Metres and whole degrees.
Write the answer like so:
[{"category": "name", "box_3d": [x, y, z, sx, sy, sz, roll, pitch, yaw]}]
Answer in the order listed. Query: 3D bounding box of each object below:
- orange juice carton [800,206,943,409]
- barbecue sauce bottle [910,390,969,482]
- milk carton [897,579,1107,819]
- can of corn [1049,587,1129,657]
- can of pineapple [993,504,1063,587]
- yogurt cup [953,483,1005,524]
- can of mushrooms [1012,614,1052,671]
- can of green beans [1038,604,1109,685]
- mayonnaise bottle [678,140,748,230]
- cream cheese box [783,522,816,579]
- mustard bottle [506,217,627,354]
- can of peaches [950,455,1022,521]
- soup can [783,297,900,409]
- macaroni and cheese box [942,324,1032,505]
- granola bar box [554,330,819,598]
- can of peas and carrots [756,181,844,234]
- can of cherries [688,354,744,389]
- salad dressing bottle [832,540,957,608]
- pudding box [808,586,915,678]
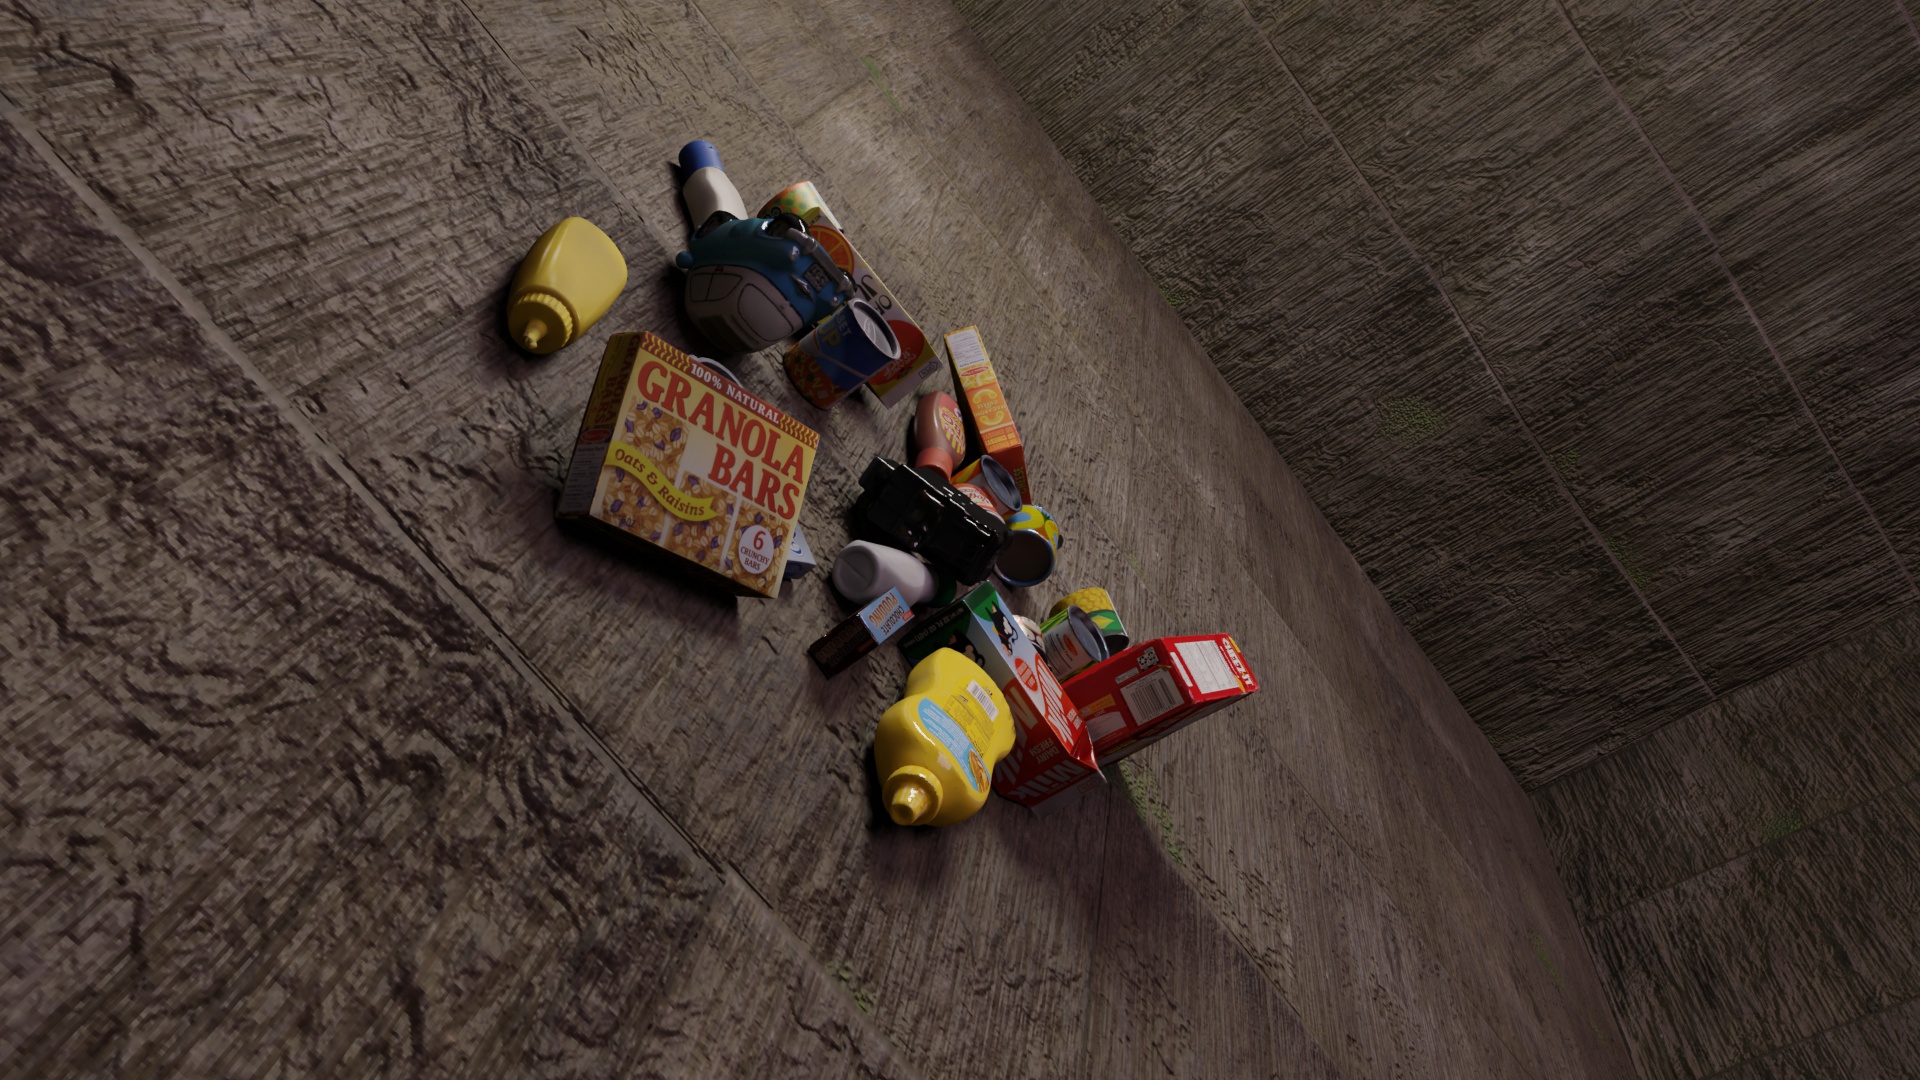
[{"category": "orange juice carton", "box_3d": [-0.102, -0.217, 1.309, 0.192, 0.072, 0.073, 50, -2, -17]}, {"category": "barbecue sauce bottle", "box_3d": [-0.023, -0.092, 1.370, 0.064, 0.043, 0.149, 53, 21, -22]}, {"category": "milk carton", "box_3d": [0.039, 0.135, 1.136, 0.190, 0.072, 0.074, 56, 20, 0]}, {"category": "can of corn", "box_3d": [0.128, 0.089, 1.407, 0.071, 0.071, 0.058, 26, 36, -53]}, {"category": "can of pineapple", "box_3d": [0.066, 0.005, 1.386, 0.071, 0.071, 0.058, 50, 23, -17]}, {"category": "yogurt cup", "box_3d": [0.005, -0.016, 1.295, 0.072, 0.072, 0.054, 41, 18, -35]}, {"category": "can of mushrooms", "box_3d": [0.043, 0.099, 1.203, 0.071, 0.071, 0.033, 43, 23, -31]}, {"category": "can of green beans", "box_3d": [0.101, 0.104, 1.334, 0.071, 0.057, 0.071, 45, 23, -26]}, {"category": "mayonnaise bottle", "box_3d": [-0.219, -0.296, 1.246, 0.064, 0.041, 0.148, 31, 32, -54]}, {"category": "cream cheese box", "box_3d": [-0.148, -0.022, 1.025, 0.053, 0.024, 0.104, 12, 48, -59]}, {"category": "mustard bottle", "box_3d": [-0.270, -0.164, 0.930, 0.065, 0.048, 0.161, 47, 24, -23]}, {"category": "can of peaches", "box_3d": [0.019, -0.041, 1.368, 0.071, 0.058, 0.071, 46, 23, -25]}, {"category": "soup can", "box_3d": [-0.108, -0.168, 1.240, 0.071, 0.083, 0.072, 46, 23, -26]}, {"category": "macaroni and cheese box", "box_3d": [0.028, -0.124, 1.468, 0.123, 0.040, 0.167, 76, -4, -57]}, {"category": "granola bar box", "box_3d": [-0.173, -0.045, 0.904, 0.165, 0.039, 0.124, 31, 66, -48]}, {"category": "can of peas and carrots", "box_3d": [-0.159, -0.308, 1.359, 0.058, 0.071, 0.071, 57, 21, 1]}, {"category": "can of cherries", "box_3d": [-0.189, -0.089, 0.986, 0.071, 0.058, 0.072, 45, 25, -27]}, {"category": "salad dressing bottle", "box_3d": [-0.049, 0.032, 1.131, 0.064, 0.044, 0.147, 40, 11, 24]}, {"category": "pudding box", "box_3d": [-0.072, 0.067, 1.025, 0.030, 0.049, 0.084, 55, 20, 0]}]
